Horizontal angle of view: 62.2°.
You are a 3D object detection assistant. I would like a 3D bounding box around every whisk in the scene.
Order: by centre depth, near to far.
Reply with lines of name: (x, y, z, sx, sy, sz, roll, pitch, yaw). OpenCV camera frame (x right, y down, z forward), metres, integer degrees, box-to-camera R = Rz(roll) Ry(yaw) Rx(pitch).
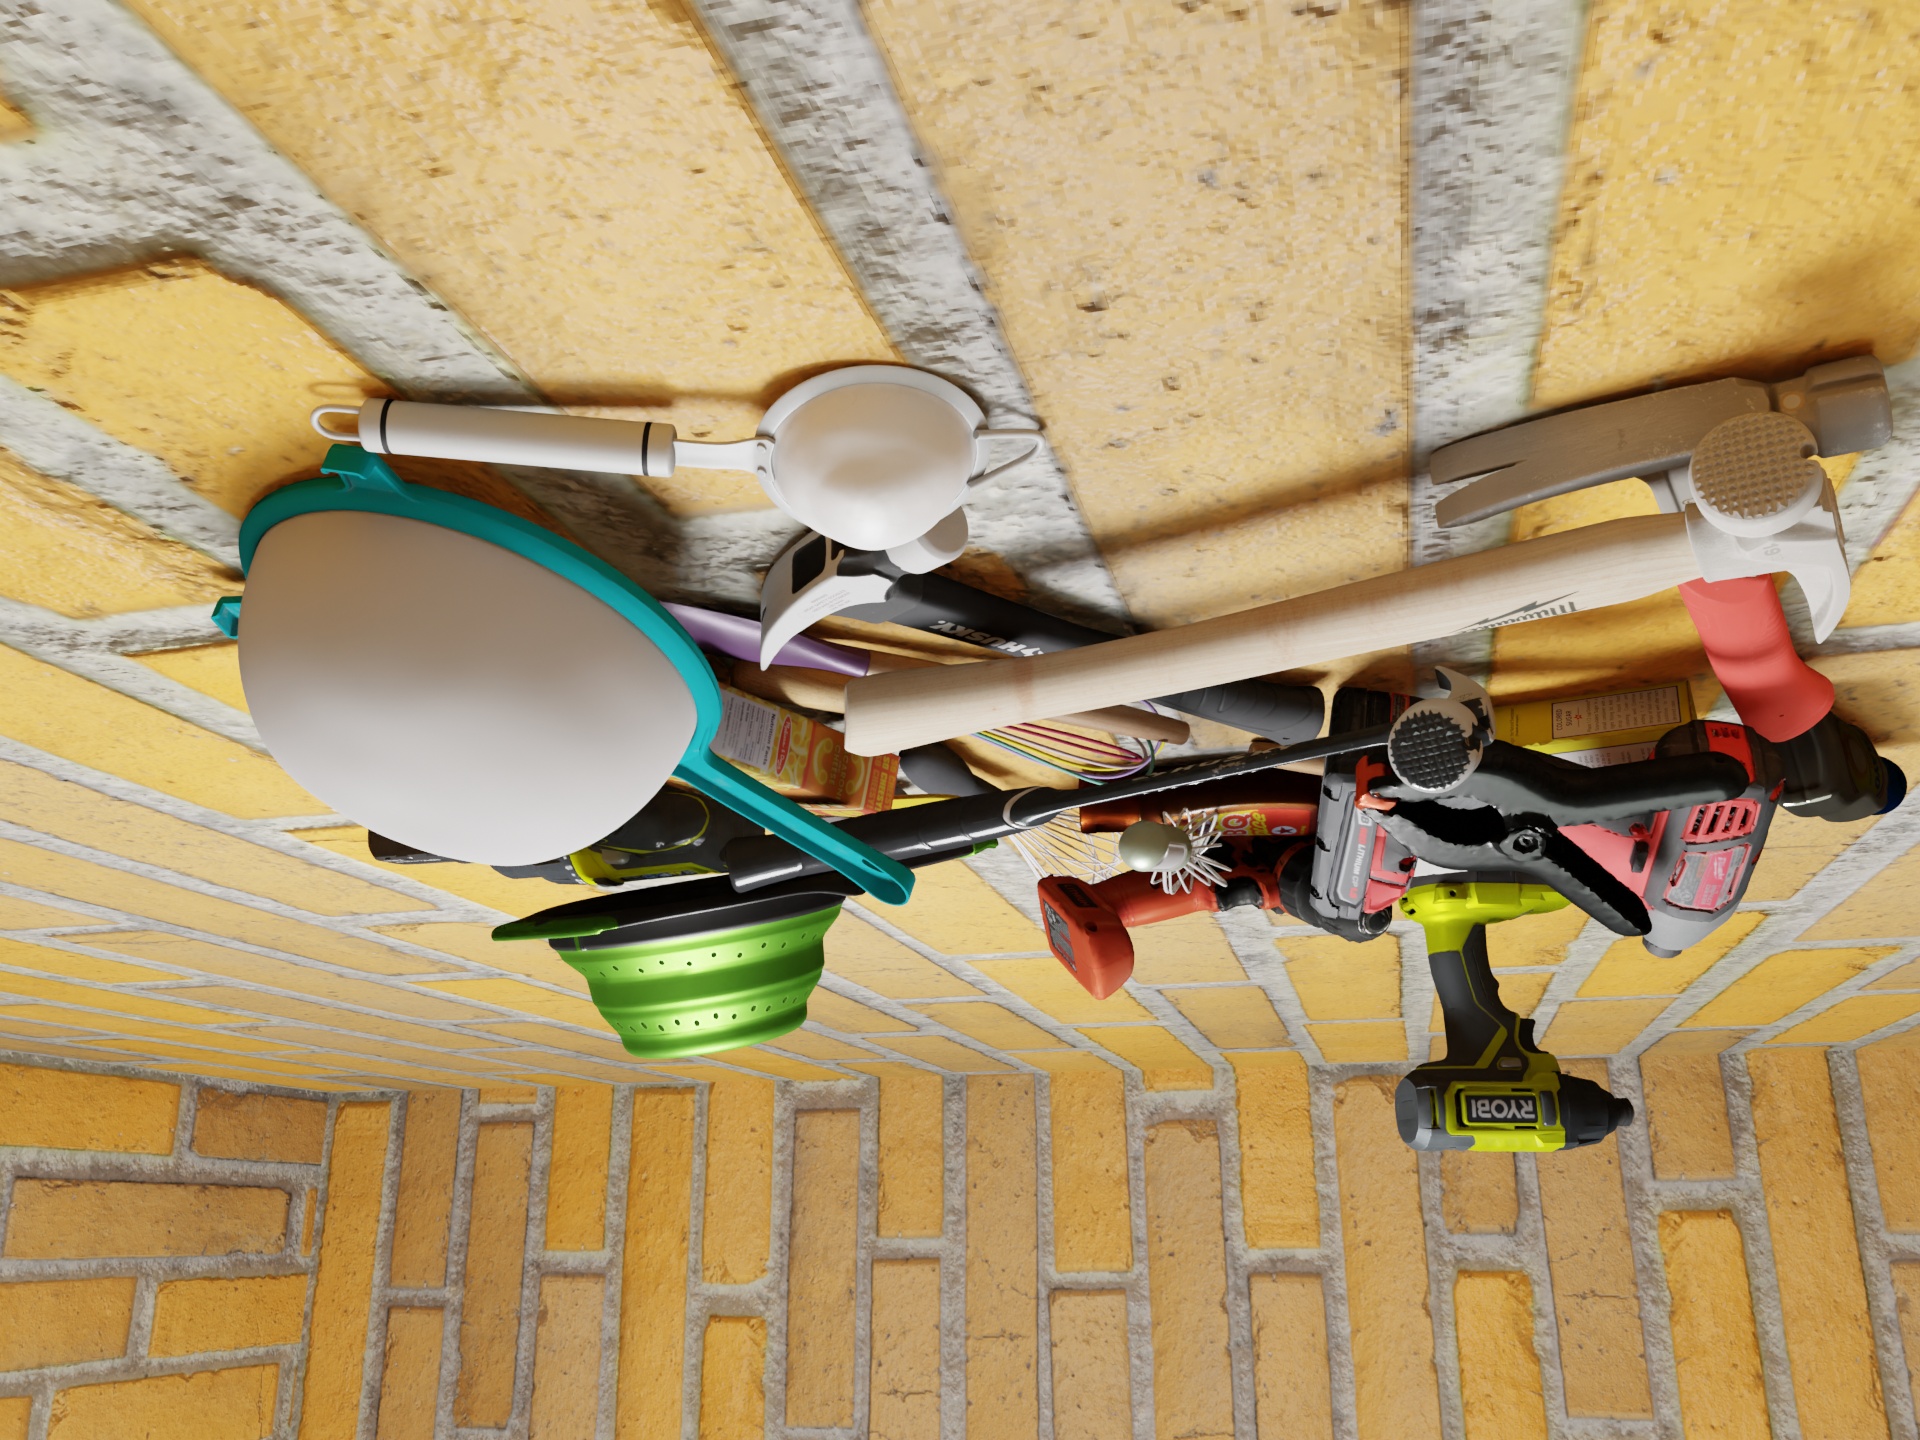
whisk: (-0.002, -0.001, 0.843, 0.245, 0.051, 0.047, 10, 166, -19)
whisk: (0.116, 0.071, 0.868, 0.059, 0.058, 0.246, 41, -175, 14)
whisk: (0.040, 0.066, 1.035, 0.070, 0.070, 0.284, -10, 155, 28)

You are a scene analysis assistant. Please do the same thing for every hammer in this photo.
hammer: (0.129, -0.030, 0.649, 0.411, 0.038, 0.146, -11, 159, 31)
hammer: (0.326, -0.052, 0.694, 0.149, 0.037, 0.358, -10, 159, 29)
hammer: (0.058, -0.031, 0.762, 0.334, 0.035, 0.146, 15, 156, -39)
hammer: (0.054, 0.036, 0.777, 0.409, 0.036, 0.149, -13, -175, 27)

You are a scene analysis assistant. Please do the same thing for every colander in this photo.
colander: (-0.101, 0.139, 1.017, 0.204, 0.094, 0.397, -9, 179, 39)

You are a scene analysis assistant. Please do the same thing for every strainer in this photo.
strainer: (-0.098, -0.092, 0.562, 0.258, 0.050, 0.086, 5, 144, -3)
strainer: (-0.165, 0.031, 0.690, 0.340, 0.095, 0.211, 33, 147, -25)

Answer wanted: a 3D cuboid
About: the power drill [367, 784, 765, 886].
power drill: (-0.249, 0.059, 0.963, 0.190, 0.080, 0.228, -7, 166, 18)

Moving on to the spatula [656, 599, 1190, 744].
spatula: (-0.025, -0.022, 0.796, 0.315, 0.018, 0.060, 11, 161, -21)

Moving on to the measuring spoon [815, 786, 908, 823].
measuring spoon: (-0.072, 0.057, 1.074, 0.034, 0.018, 0.124, 12, 165, -33)

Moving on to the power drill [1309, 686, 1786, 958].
power drill: (0.301, 0.059, 0.839, 0.220, 0.079, 0.143, 7, 130, 13)

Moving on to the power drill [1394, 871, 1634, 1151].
power drill: (0.411, 0.209, 1.197, 0.171, 0.223, 0.080, 2, 162, -5)

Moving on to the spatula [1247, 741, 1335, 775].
spatula: (0.329, 0.042, 0.960, 0.317, 0.044, 0.082, 7, 117, -8)

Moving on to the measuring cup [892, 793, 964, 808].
measuring cup: (-0.044, 0.035, 0.926, 0.062, 0.029, 0.156, 20, 166, -36)
